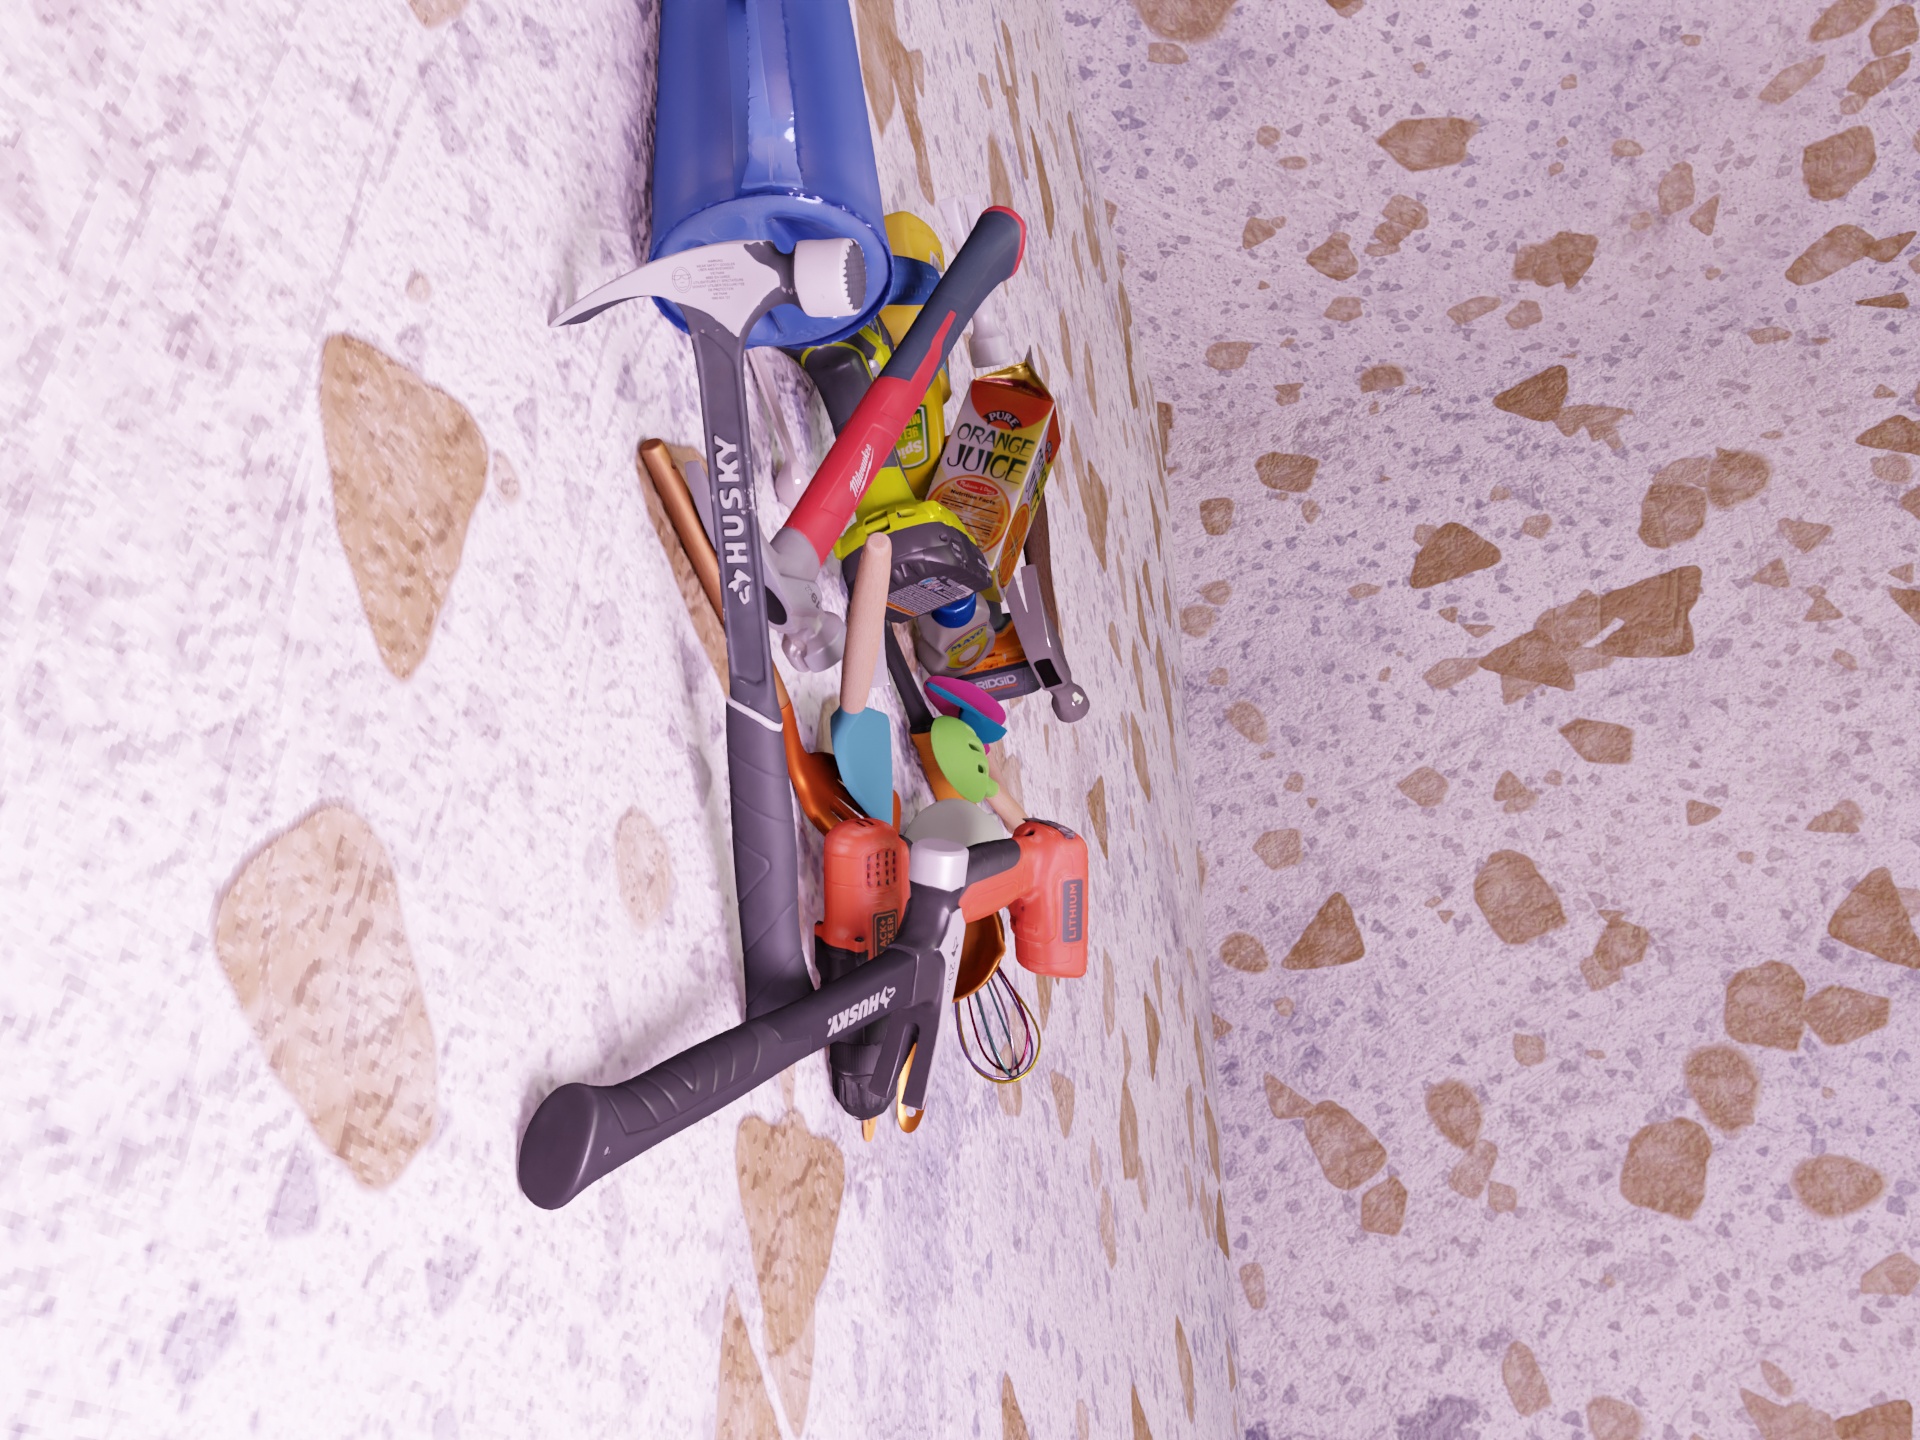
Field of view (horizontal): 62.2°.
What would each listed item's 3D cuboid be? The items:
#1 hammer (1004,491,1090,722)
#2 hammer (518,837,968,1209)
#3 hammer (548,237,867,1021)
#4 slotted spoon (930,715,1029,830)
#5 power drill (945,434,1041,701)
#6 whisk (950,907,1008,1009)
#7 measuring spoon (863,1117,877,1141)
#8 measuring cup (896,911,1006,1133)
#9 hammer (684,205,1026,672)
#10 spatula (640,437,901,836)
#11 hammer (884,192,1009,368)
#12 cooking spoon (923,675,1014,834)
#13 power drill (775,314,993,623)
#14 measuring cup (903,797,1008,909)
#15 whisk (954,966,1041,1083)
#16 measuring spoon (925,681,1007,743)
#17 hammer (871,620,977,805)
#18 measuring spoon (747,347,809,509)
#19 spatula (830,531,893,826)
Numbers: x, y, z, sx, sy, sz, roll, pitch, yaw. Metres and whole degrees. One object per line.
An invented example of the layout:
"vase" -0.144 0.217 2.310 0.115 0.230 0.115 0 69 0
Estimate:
"hammer" 0.065 -0.159 1.388 0.129 0.031 0.332 59 20 -44
"hammer" -0.086 0.156 0.753 0.334 0.035 0.146 -14 114 -63
"hammer" -0.109 -0.023 0.785 0.036 0.149 0.408 -50 140 -68
"slotted spoon" 0.029 0.060 1.303 0.313 0.031 0.070 51 22 -69
"power drill" 0.018 -0.142 1.411 0.164 0.084 0.226 -59 134 -70
"whisk" -0.005 0.182 1.192 0.059 0.058 0.246 43 29 -9
"measuring spoon" -0.059 0.214 1.031 0.021 0.011 0.117 57 32 -59
"measuring cup" -0.019 0.190 1.083 0.052 0.095 0.173 32 66 -80
"hammer" -0.044 -0.213 0.967 0.143 0.038 0.387 62 40 -39
"spatula" -0.105 -0.030 0.918 0.081 0.041 0.322 -80 156 -45
"hammer" -0.022 -0.333 1.195 0.405 0.035 0.144 -51 131 -72
"cooking spoon" 0.023 0.037 1.392 0.318 0.069 0.017 66 39 -62
"power drill" -0.056 -0.186 1.088 0.171 0.080 0.223 12 58 -74
"measuring cup" 0.017 0.109 1.129 0.168 0.083 0.038 32 -10 48
"whisk" 0.009 0.158 1.156 0.051 0.047 0.245 36 26 -42
"measuring spoon" -0.002 -0.004 1.222 0.021 0.042 0.128 -63 153 -3
"hammer" -0.021 0.026 1.241 0.336 0.034 0.127 67 19 -47
"measuring spoon" -0.123 -0.191 1.012 0.034 0.018 0.124 -54 127 -73
"spatula" -0.047 -0.022 0.875 0.317 0.044 0.082 107 -18 -67
